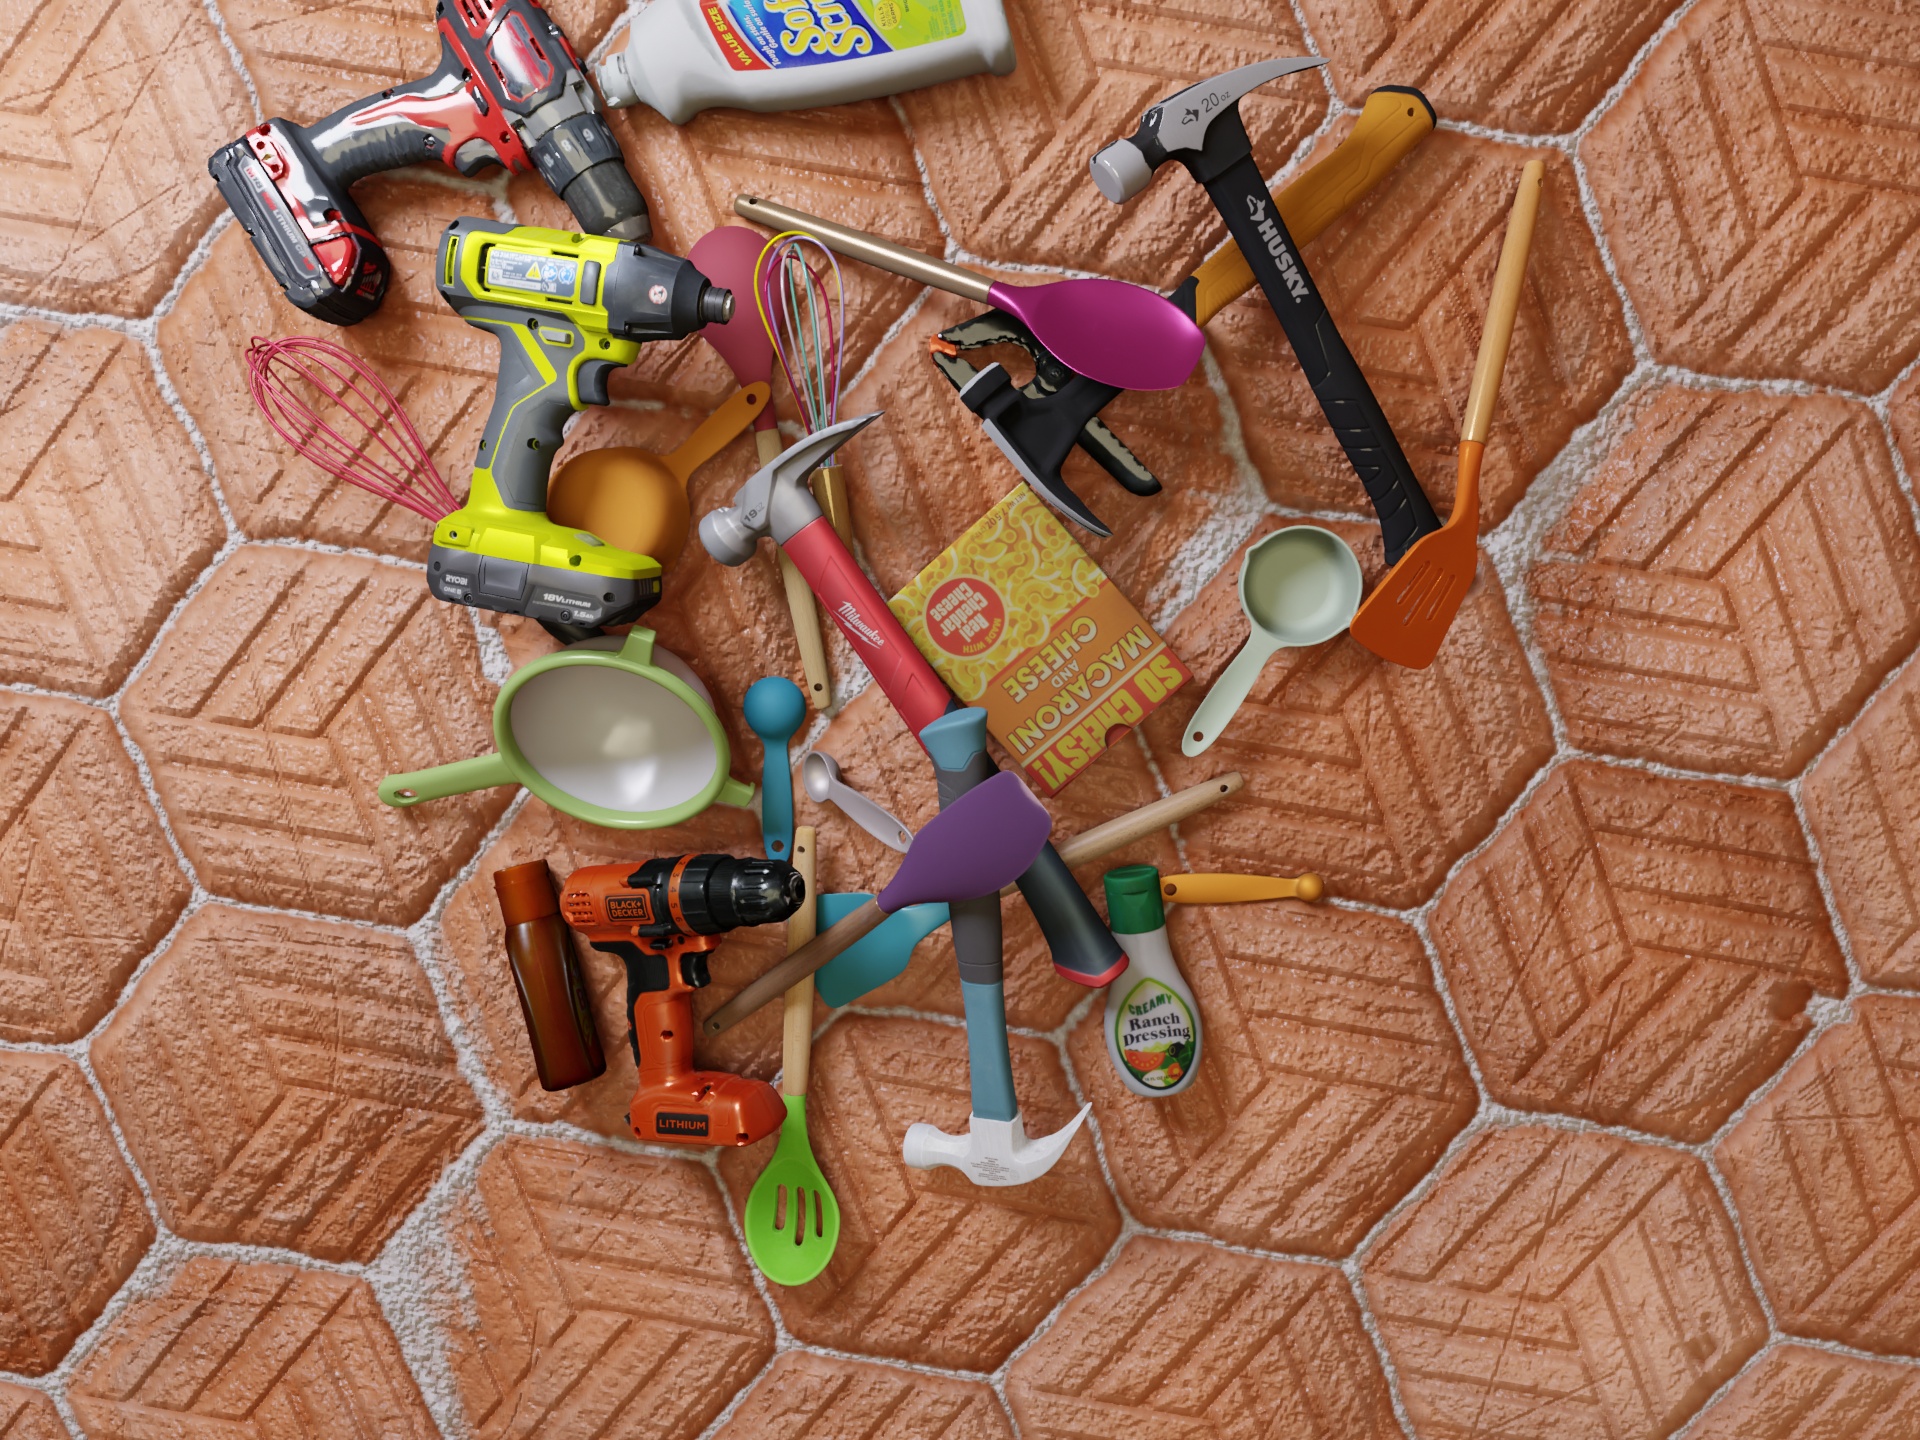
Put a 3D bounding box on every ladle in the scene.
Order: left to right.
[{"bbox_3d":[-0.121,-0.161,1.026,0.069,0.031,0.315,-11,98,3],"label":"ladle"}]

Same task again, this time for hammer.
[{"bbox_3d":[-0.002,-0.003,0.992,0.143,0.038,0.386,-33,95,27],"label":"hammer"},{"bbox_3d":[0.011,0.149,1.003,0.128,0.033,0.330,3,111,23],"label":"hammer"},{"bbox_3d":[0.164,-0.262,0.974,0.337,0.034,0.127,-42,95,-2],"label":"hammer"},{"bbox_3d":[0.218,-0.231,0.954,0.146,0.035,0.334,-38,112,-7],"label":"hammer"}]

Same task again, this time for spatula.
[{"bbox_3d":[-0.062,0.129,1.000,0.316,0.018,0.060,-37,93,31],"label":"spatula"},{"bbox_3d":[0.039,0.099,1.055,0.317,0.044,0.082,-23,94,0],"label":"spatula"},{"bbox_3d":[0.312,-0.192,0.977,0.081,0.041,0.323,20,82,-36],"label":"spatula"}]

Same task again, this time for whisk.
[{"bbox_3d":[-0.338,-0.141,1.022,0.295,0.073,0.073,43,97,-8],"label":"whisk"},{"bbox_3d":[-0.092,-0.182,1.007,0.047,0.051,0.245,-15,107,-27],"label":"whisk"}]

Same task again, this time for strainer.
[{"bbox_3d":[-0.265,0.007,1.037,0.256,0.069,0.151,-12,130,20],"label":"strainer"}]

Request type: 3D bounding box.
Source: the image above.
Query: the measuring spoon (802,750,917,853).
[{"bbox_3d":[-0.061,0.054,1.018,0.018,0.124,0.034,-9,118,-39],"label":"measuring spoon"}]

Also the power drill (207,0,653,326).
[{"bbox_3d":[-0.320,-0.332,0.988,0.226,0.080,0.188,-31,95,3],"label":"power drill"}]

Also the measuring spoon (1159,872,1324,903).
[{"bbox_3d":[0.183,0.112,1.055,0.117,0.011,0.021,-1,97,3],"label":"measuring spoon"}]

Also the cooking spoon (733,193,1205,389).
[{"bbox_3d":[-0.003,-0.267,0.963,0.319,0.017,0.069,24,73,17],"label":"cooking spoon"}]

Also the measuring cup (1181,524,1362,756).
[{"bbox_3d":[0.191,-0.049,1.022,0.083,0.038,0.167,33,99,-2],"label":"measuring cup"}]

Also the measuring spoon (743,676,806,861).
[{"bbox_3d":[-0.123,0.036,1.051,0.042,0.021,0.128,-1,96,2],"label":"measuring spoon"}]

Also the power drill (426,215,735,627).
[{"bbox_3d":[-0.229,-0.173,0.942,0.171,0.080,0.223,11,99,7],"label":"power drill"}]

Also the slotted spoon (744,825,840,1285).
[{"bbox_3d":[-0.108,0.225,1.066,0.070,0.031,0.313,6,99,18],"label":"slotted spoon"}]

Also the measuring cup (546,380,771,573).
[{"bbox_3d":[-0.190,-0.155,1.002,0.173,0.052,0.095,-38,92,17],"label":"measuring cup"}]
